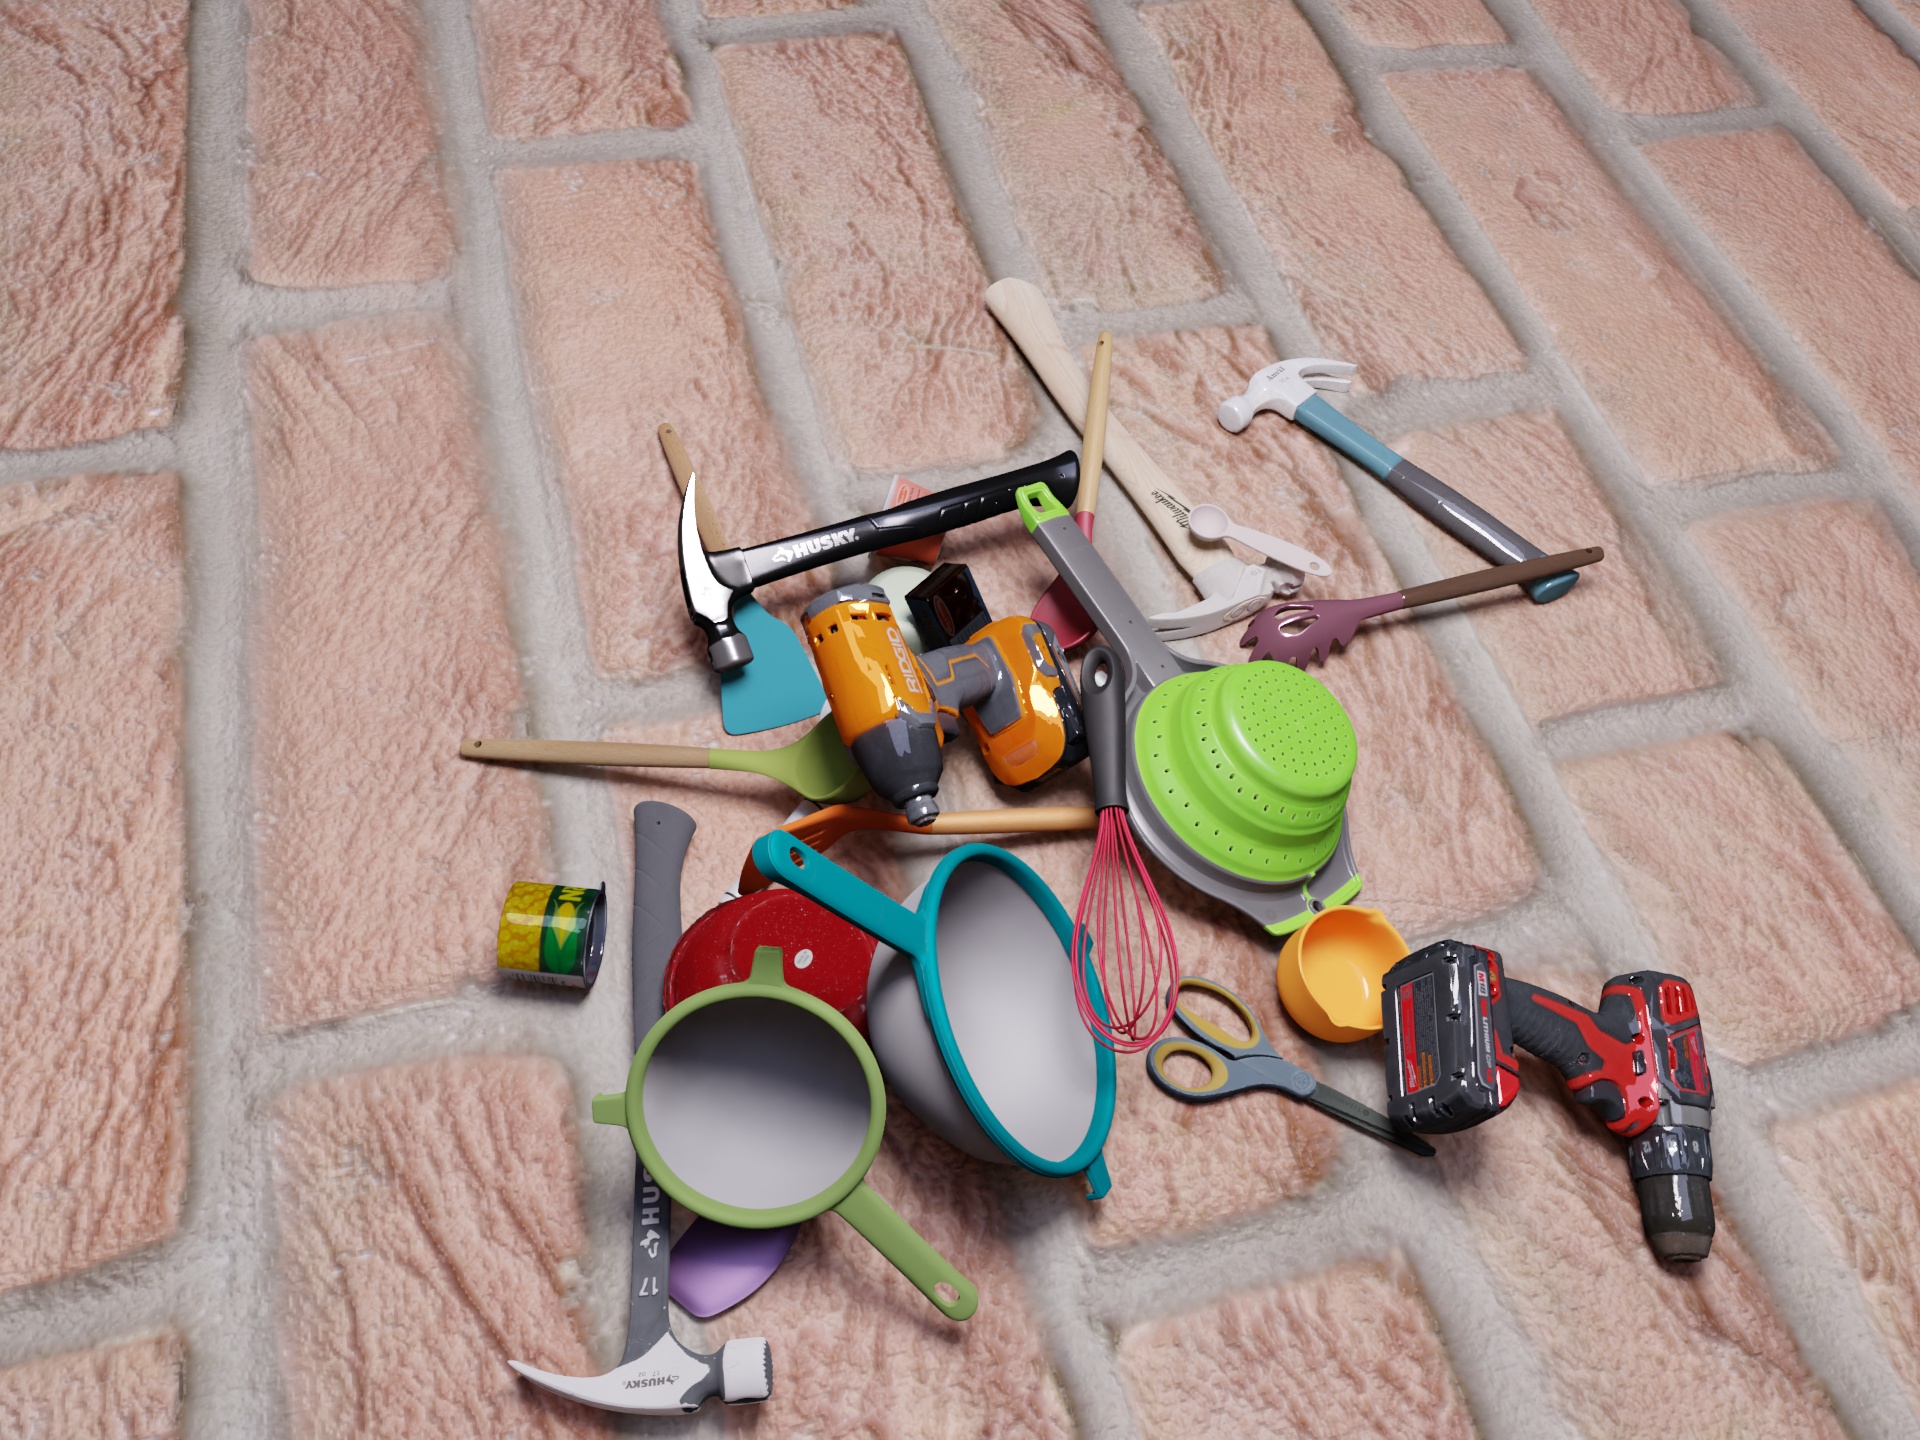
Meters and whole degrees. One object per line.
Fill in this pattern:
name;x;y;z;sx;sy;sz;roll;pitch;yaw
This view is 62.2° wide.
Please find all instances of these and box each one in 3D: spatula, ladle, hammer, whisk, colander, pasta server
spatula;-0.072;0.250;1.030;0.060;0.018;0.316;32;59;19
ladle;0.104;-0.191;1.309;0.069;0.031;0.316;-6;62;30
hammer;0.389;-0.210;1.386;0.331;0.033;0.128;41;62;20
spatula;0.002;0.081;1.122;0.322;0.081;0.041;-1;56;-20
hammer;-0.057;-0.154;1.228;0.334;0.035;0.146;-19;87;-18
ladle;-0.205;0.019;1.125;0.320;0.062;0.078;2;57;8
hammer;0.123;-0.239;1.375;0.146;0.038;0.411;-22;61;-18
spatula;-0.194;-0.127;1.273;0.082;0.044;0.318;-15;54;-17
whisk;0.104;0.079;1.070;0.073;0.073;0.296;1;62;-6
colander;0.170;-0.040;1.159;0.204;0.094;0.397;-21;70;-36
hammer;-0.199;0.228;1.017;0.149;0.036;0.409;-6;54;0
pasta server;0.379;-0.099;1.294;0.316;0.040;0.060;-13;59;-11

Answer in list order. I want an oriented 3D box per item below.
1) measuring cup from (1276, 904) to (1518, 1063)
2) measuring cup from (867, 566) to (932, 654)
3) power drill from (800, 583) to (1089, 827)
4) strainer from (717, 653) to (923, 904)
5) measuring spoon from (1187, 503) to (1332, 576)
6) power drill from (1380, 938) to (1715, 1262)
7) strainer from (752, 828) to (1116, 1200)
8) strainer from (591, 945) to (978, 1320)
measuring cup;0.297;0.198;1.092;0.173;0.052;0.095;32;58;-2
measuring cup;-0.062;-0.056;1.226;0.083;0.038;0.168;25;55;11
power drill;-0.002;-0.004;1.098;0.226;0.084;0.164;4;59;-53
strainer;-0.100;0.054;1.149;0.087;0.050;0.258;32;64;15
measuring spoon;0.241;-0.140;1.289;0.124;0.018;0.034;23;60;4
power drill;0.393;0.243;1.032;0.226;0.080;0.188;13;62;-18
strainer;-0.031;0.160;0.963;0.095;0.340;0.211;-25;47;28
strainer;-0.081;0.255;0.950;0.151;0.069;0.256;-43;98;8
